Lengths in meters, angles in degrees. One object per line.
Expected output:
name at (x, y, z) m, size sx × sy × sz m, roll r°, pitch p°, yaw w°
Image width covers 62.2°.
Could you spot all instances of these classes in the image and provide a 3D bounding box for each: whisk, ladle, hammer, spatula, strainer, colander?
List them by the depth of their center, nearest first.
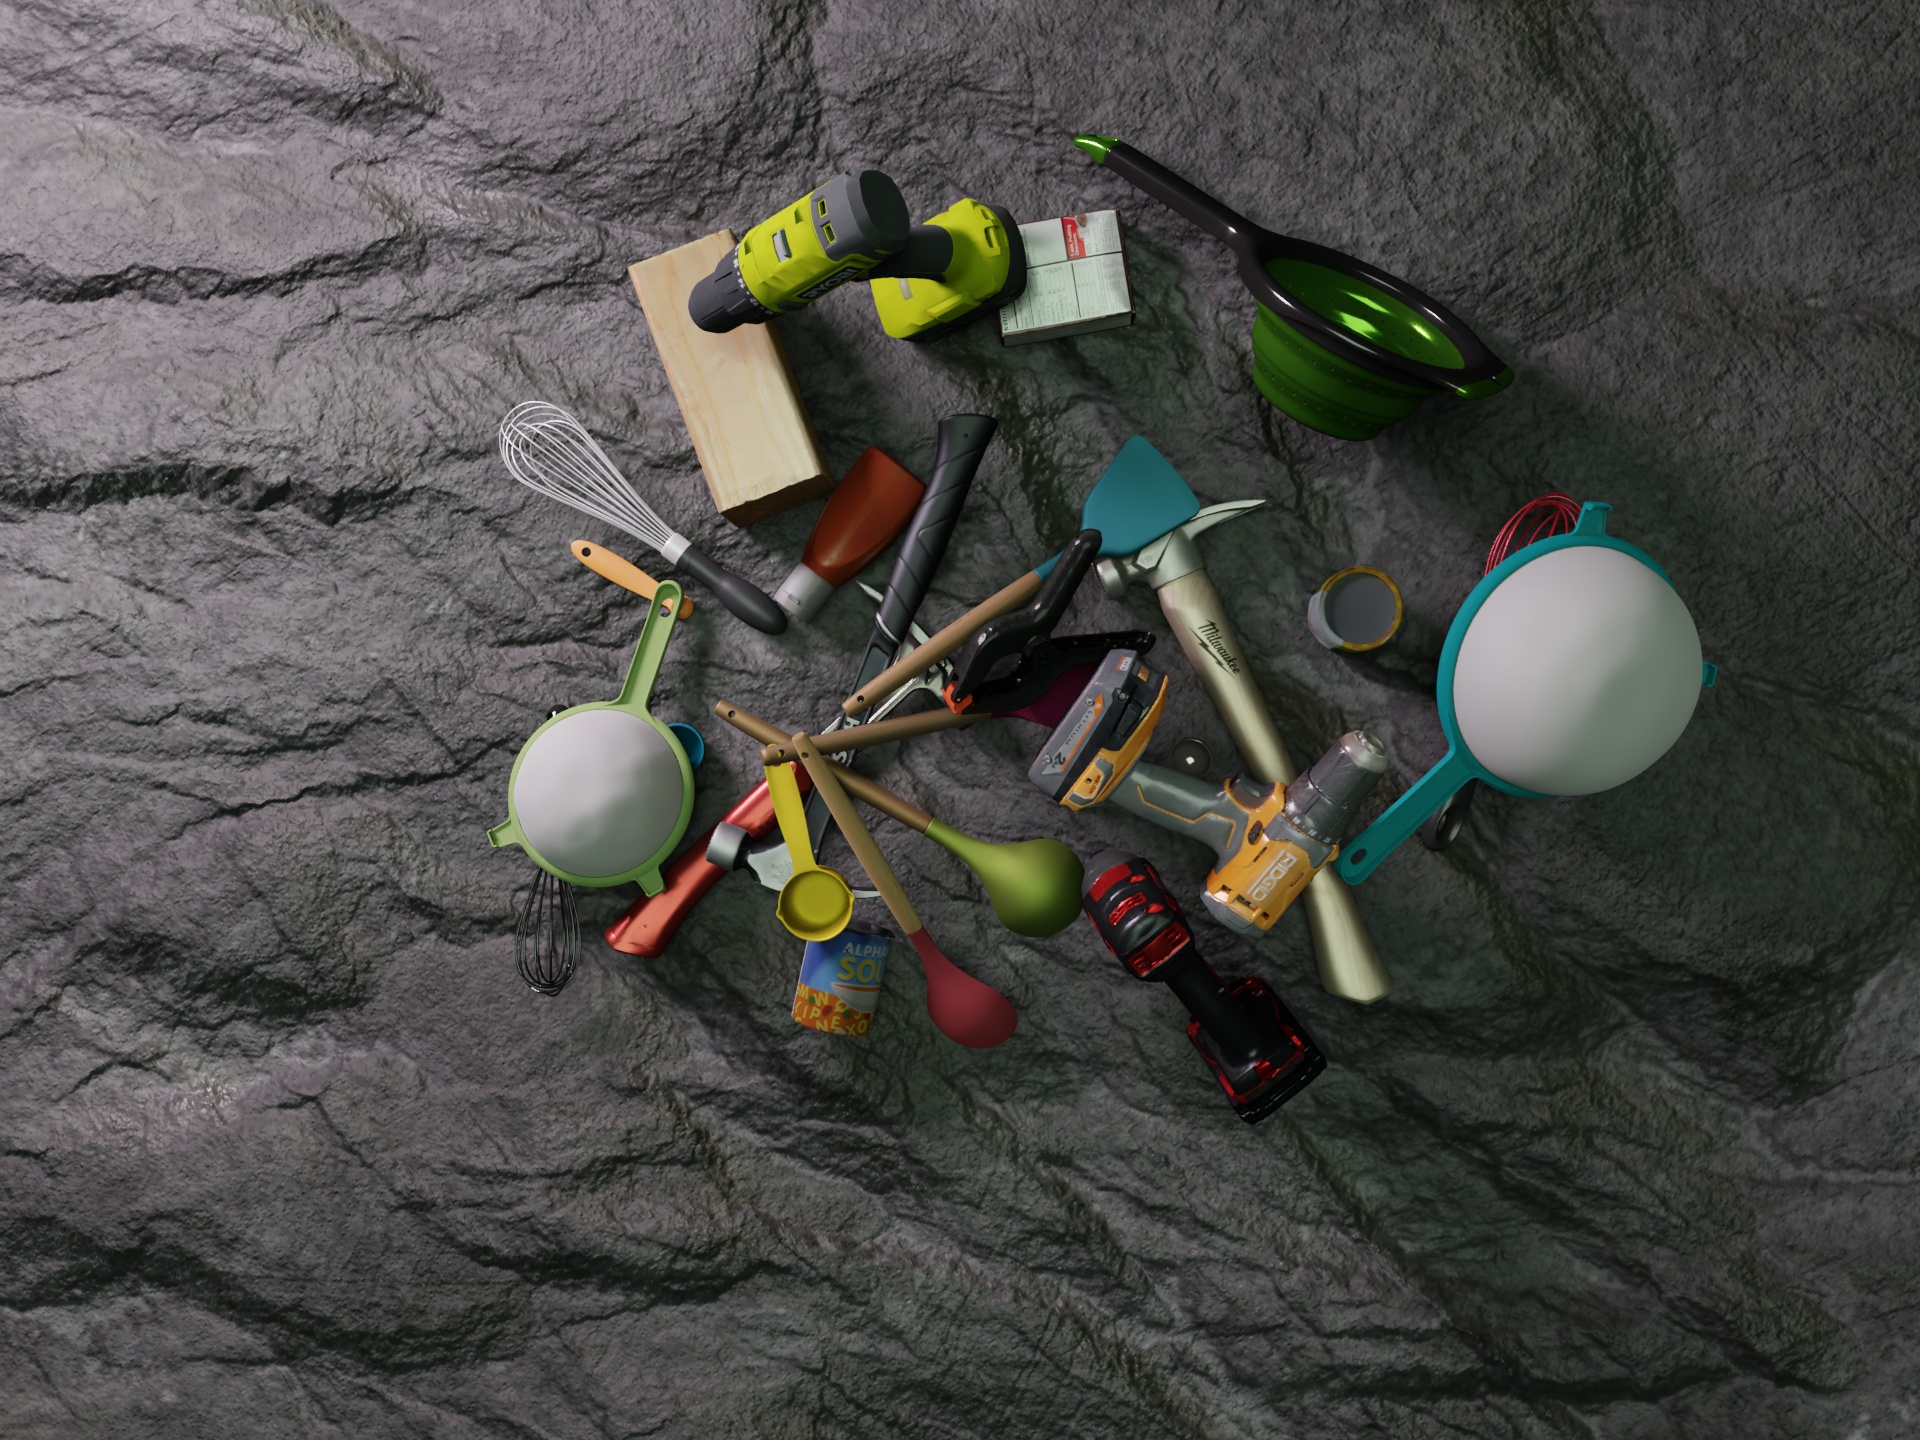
strainer at (0.425, 0.015, 1.185) m, size 0.340 × 0.095 × 0.210 m, roll -43°, pitch 112°, yaw 0°
ladle at (-0.047, 0.068, 1.222) m, size 0.320 × 0.062 × 0.078 m, roll 29°, pitch 87°, yaw 3°
ladle at (-0.046, 0.139, 1.225) m, size 0.069 × 0.031 × 0.315 m, roll -21°, pitch 112°, yaw 23°
spatula at (0.039, -0.100, 1.229) m, size 0.317 × 0.044 × 0.082 m, roll -36°, pitch 78°, yaw -11°
colander at (0.232, -0.328, 1.243) m, size 0.397 × 0.204 × 0.094 m, roll 39°, pitch 127°, yaw 19°
whisk at (0.420, -0.036, 1.247) m, size 0.073 × 0.073 × 0.296 m, roll 19°, pitch 96°, yaw 4°
hammer at (-0.059, -0.051, 1.252) m, size 0.149 × 0.036 × 0.409 m, roll 22°, pitch 91°, yaw 1°
strainer at (-0.274, 0.005, 1.259) m, size 0.151 × 0.069 × 0.256 m, roll 17°, pitch 83°, yaw 5°
hammer at (0.253, 0.028, 1.266) m, size 0.146 × 0.038 × 0.410 m, roll -24°, pitch 88°, yaw 2°
hammer at (-0.155, 0.054, 1.293) m, size 0.359 × 0.036 × 0.149 m, roll -43°, pitch 87°, yaw 2°
whisk at (-0.258, -0.158, 1.296) m, size 0.284 × 0.070 × 0.070 m, roll 37°, pitch 92°, yaw -2°
whisk at (-0.334, 0.106, 1.302) m, size 0.055 × 0.055 × 0.239 m, roll 1°, pitch 84°, yaw 4°

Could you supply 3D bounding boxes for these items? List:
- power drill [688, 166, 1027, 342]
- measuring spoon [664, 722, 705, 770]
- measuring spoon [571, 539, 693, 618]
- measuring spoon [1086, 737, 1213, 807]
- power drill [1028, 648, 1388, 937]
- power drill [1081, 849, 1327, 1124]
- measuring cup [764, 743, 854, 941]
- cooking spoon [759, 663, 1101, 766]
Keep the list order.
power drill at (-0.075, -0.337, 1.195) m, size 0.190 × 0.228 × 0.080 m, roll -18°, pitch 87°, yaw 38°
measuring spoon at (-0.239, 0.063, 1.311) m, size 0.042 × 0.021 × 0.128 m, roll 18°, pitch 99°, yaw 8°
measuring spoon at (-0.273, -0.118, 1.315) m, size 0.117 × 0.011 × 0.021 m, roll 30°, pitch 91°, yaw 4°
measuring spoon at (0.146, 0.043, 1.266) m, size 0.124 × 0.018 × 0.034 m, roll -23°, pitch 102°, yaw 28°
power drill at (0.189, 0.038, 1.194) m, size 0.226 × 0.084 × 0.185 m, roll 34°, pitch 118°, yaw -1°
power drill at (0.171, 0.188, 1.193) m, size 0.078 × 0.143 × 0.219 m, roll -39°, pitch 114°, yaw 4°
measuring cup at (-0.122, 0.092, 1.220) m, size 0.062 × 0.029 × 0.156 m, roll -14°, pitch 95°, yaw 4°
cooking spoon at (-0.002, -0.004, 1.237) m, size 0.319 × 0.017 × 0.069 m, roll -12°, pitch 91°, yaw -20°
